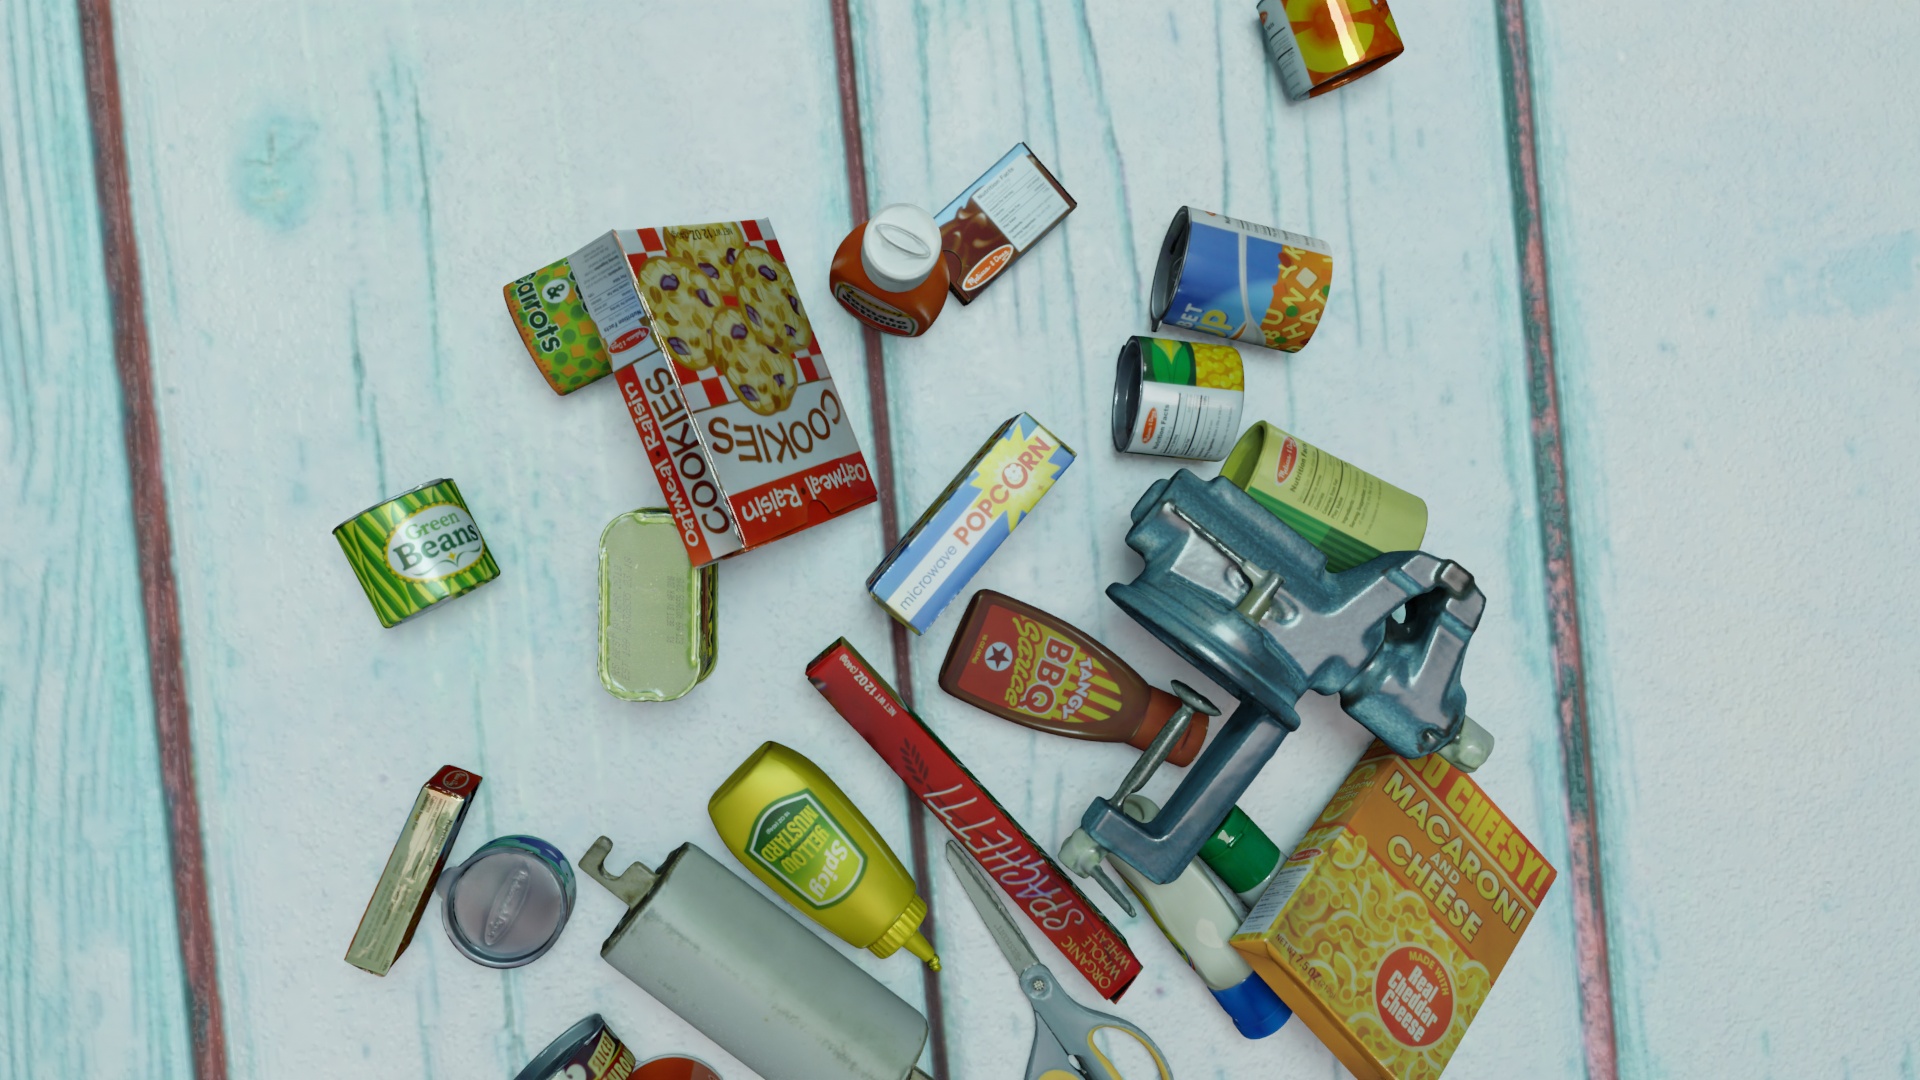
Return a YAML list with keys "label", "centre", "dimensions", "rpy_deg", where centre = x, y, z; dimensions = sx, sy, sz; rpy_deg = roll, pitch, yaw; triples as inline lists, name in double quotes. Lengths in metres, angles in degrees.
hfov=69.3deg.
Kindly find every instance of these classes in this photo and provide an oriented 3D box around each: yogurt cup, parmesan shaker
- label: "yogurt cup"
  centre: [-0.160, 0.323, 0.756]
  dimensions: [0.072, 0.054, 0.072]
  rpy_deg: [0, 92, -6]
- label: "parmesan shaker"
  centre: [0.199, -0.014, 0.781]
  dimensions: [0.103, 0.071, 0.071]
  rpy_deg: [26, 89, -6]

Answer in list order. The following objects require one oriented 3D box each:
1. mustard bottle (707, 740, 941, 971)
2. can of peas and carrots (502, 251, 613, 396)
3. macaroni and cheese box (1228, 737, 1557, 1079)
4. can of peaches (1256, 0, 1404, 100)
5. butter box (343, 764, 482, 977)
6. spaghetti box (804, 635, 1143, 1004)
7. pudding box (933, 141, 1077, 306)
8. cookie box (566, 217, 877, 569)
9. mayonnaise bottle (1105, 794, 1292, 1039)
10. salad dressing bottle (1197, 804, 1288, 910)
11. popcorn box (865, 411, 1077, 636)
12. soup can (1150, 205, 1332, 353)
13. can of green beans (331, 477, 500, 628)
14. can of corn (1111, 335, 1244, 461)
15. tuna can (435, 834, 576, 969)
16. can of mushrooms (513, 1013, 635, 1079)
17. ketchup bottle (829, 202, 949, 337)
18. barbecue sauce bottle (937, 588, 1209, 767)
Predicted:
- label: "mustard bottle"
  centre: [-0.065, 0.182, 0.766]
  dimensions: [0.160, 0.049, 0.065]
  rpy_deg: [44, 88, -5]
- label: "can of peas and carrots"
  centre: [-0.202, -0.119, 0.738]
  dimensions: [0.059, 0.071, 0.071]
  rpy_deg: [-26, 93, -4]
- label: "macaroni and cheese box"
  centre: [0.243, 0.203, 0.770]
  dimensions: [0.123, 0.040, 0.167]
  rpy_deg: [47, 62, -3]
- label: "can of peaches"
  centre: [0.210, -0.288, 0.778]
  dimensions: [0.071, 0.071, 0.058]
  rpy_deg: [-22, 94, -5]
- label: "butter box"
  centre: [-0.291, 0.174, 0.741]
  dimensions: [0.024, 0.053, 0.103]
  rpy_deg: [24, 89, -8]
- label: "spaghetti box"
  centre: [0.008, 0.154, 0.773]
  dimensions: [0.029, 0.050, 0.250]
  rpy_deg: [-43, 95, -2]
- label: "pudding box"
  centre: [0.018, -0.177, 0.779]
  dimensions: [0.084, 0.030, 0.049]
  rpy_deg: [-42, 96, -4]
- label: "cookie box"
  centre: [-0.117, -0.081, 0.722]
  dimensions: [0.040, 0.123, 0.167]
  rpy_deg: [-20, 93, 32]
- label: "mayonnaise bottle"
  centre: [0.132, 0.213, 0.782]
  dimensions: [0.041, 0.065, 0.148]
  rpy_deg: [-36, 98, -5]
- label: "salad dressing bottle"
  centre: [0.194, 0.214, 0.796]
  dimensions: [0.064, 0.044, 0.147]
  rpy_deg: [-44, 93, -12]
- label: "popcorn box"
  centre: [0.003, -0.009, 0.752]
  dimensions: [0.038, 0.085, 0.127]
  rpy_deg: [41, 87, -4]
- label: "soup can"
  centre: [0.155, -0.142, 0.776]
  dimensions: [0.084, 0.071, 0.071]
  rpy_deg: [12, 90, -6]
- label: "can of green beans"
  centre: [-0.286, 0.007, 0.733]
  dimensions: [0.071, 0.071, 0.058]
  rpy_deg: [-27, 94, -5]
- label: "can of corn"
  centre: [0.120, -0.080, 0.775]
  dimensions: [0.058, 0.071, 0.071]
  rpy_deg: [5, 91, -7]
- label: "tuna can"
  centre: [-0.247, 0.194, 0.756]
  dimensions: [0.071, 0.033, 0.071]
  rpy_deg: [0, 91, -6]
- label: "can of mushrooms"
  centre: [-0.208, 0.288, 0.743]
  dimensions: [0.071, 0.071, 0.033]
  rpy_deg: [-38, 95, -4]
- label: "ketchup bottle"
  centre: [-0.034, -0.140, 0.715]
  dimensions: [0.065, 0.149, 0.043]
  rpy_deg: [26, 87, -6]
- label: "barbecue sauce bottle"
  centre: [0.066, 0.083, 0.781]
  dimensions: [0.148, 0.043, 0.065]
  rpy_deg: [24, 88, -6]
